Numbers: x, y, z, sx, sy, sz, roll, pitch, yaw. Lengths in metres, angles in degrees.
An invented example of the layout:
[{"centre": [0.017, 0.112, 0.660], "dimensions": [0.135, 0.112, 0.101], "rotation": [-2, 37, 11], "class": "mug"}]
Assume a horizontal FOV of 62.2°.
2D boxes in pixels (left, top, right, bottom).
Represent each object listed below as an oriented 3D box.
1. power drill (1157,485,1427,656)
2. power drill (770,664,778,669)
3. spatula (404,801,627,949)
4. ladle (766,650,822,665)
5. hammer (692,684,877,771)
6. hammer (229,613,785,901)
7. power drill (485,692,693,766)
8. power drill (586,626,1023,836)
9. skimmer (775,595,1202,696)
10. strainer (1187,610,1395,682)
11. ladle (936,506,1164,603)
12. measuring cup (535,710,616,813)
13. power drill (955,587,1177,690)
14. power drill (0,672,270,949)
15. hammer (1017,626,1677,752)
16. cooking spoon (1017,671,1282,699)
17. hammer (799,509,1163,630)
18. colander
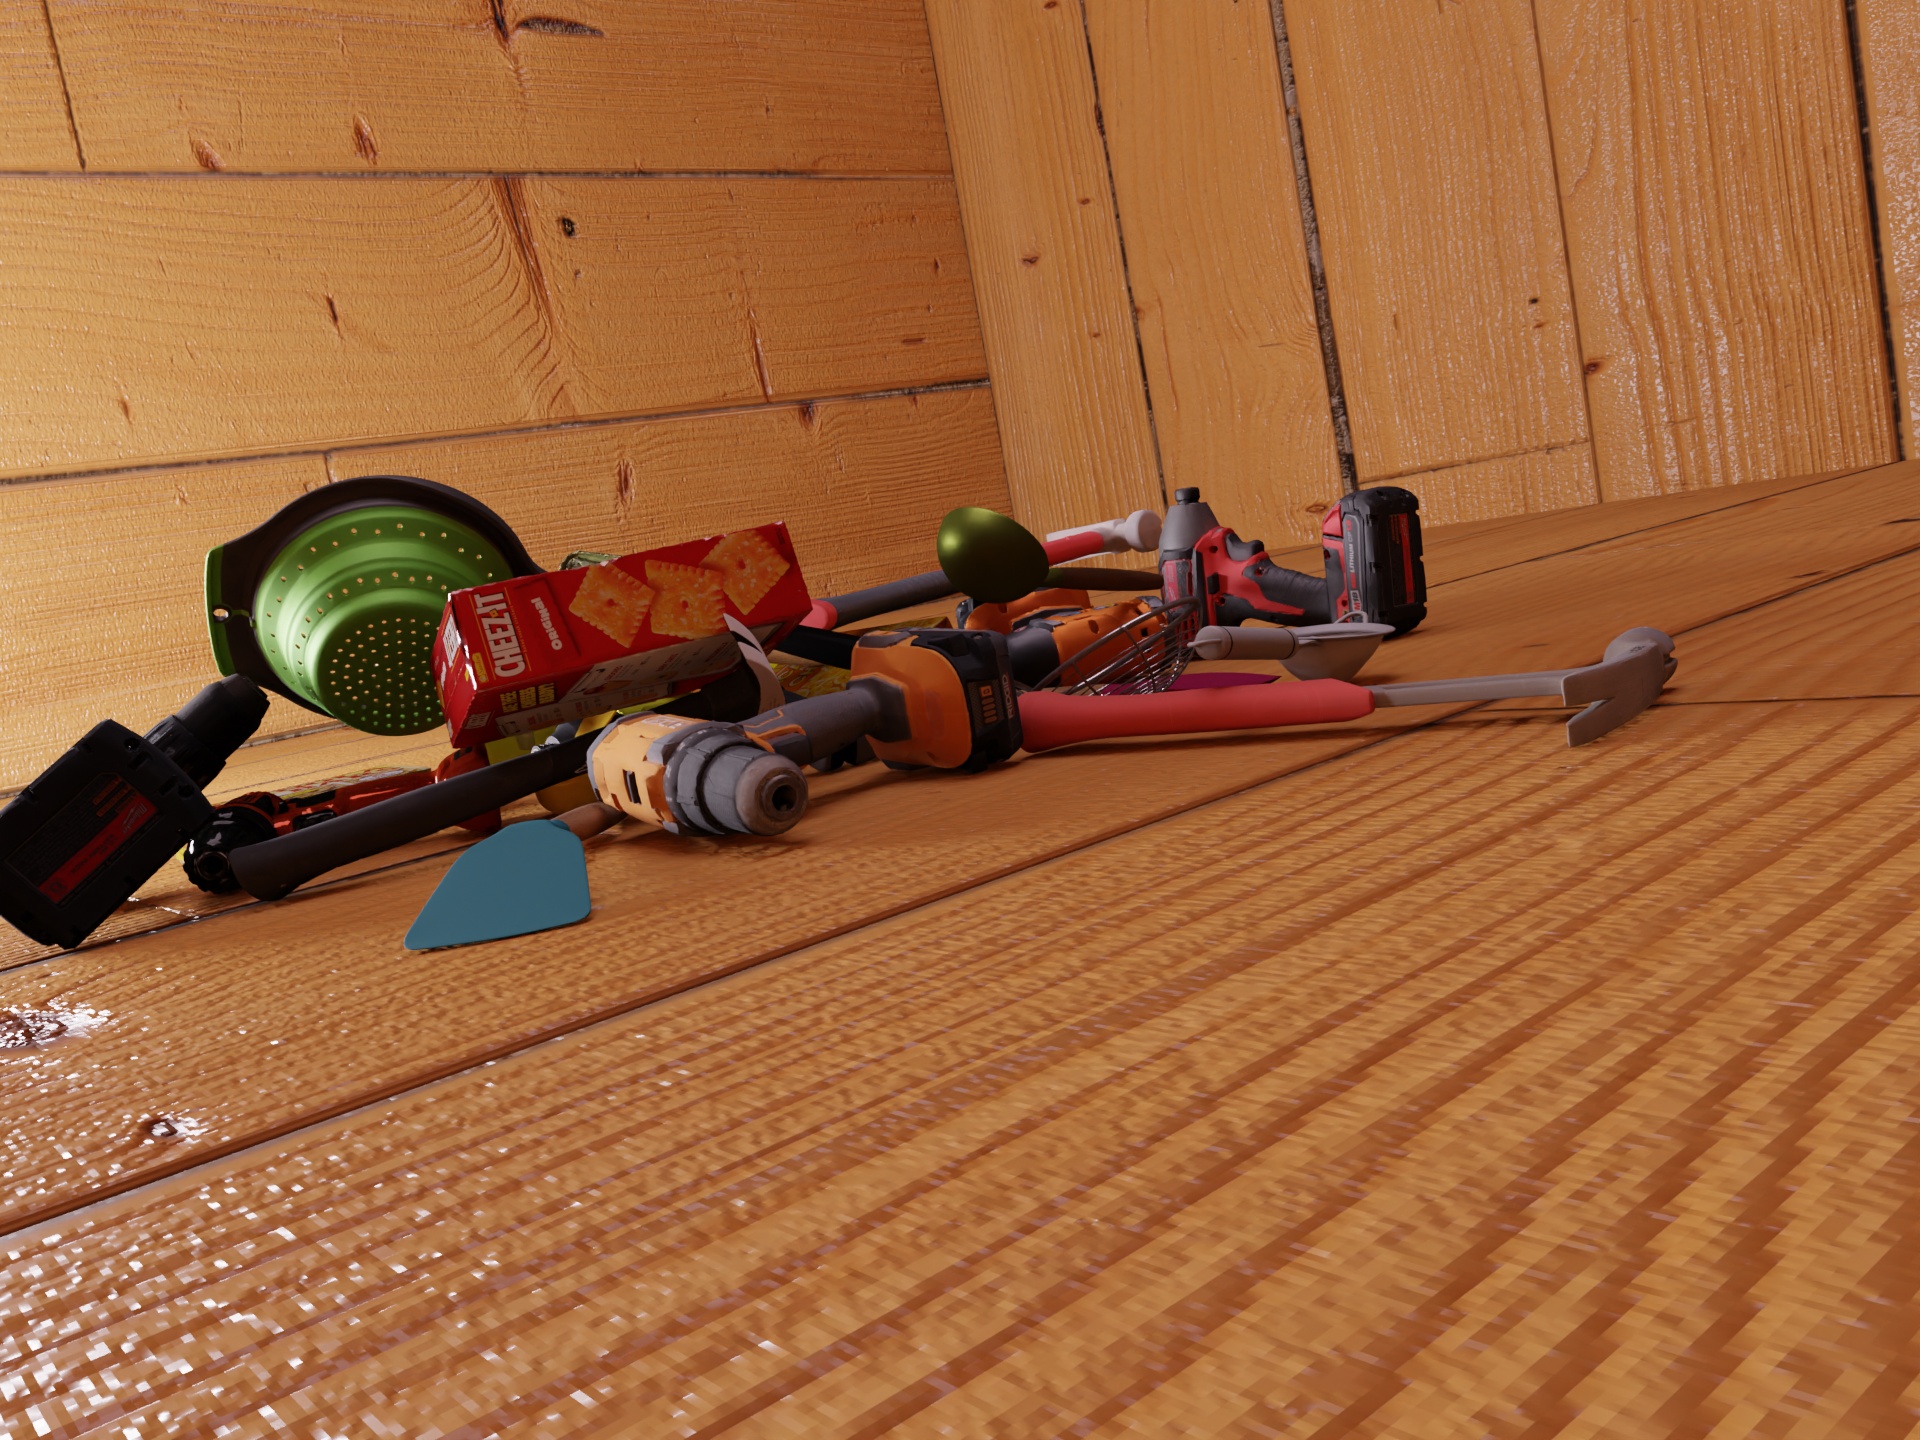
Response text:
[{"centre": [0.257, -0.127, 1.292], "dimensions": [0.220, 0.143, 0.078], "rotation": [-1, 8, 43], "class": "power drill"}, {"centre": [-0.215, -0.028, 1.470], "dimensions": [0.228, 0.080, 0.190], "rotation": [-3, 9, 33], "class": "power drill"}, {"centre": [-0.209, 0.069, 0.844], "dimensions": [0.082, 0.044, 0.317], "rotation": [-10, 2, -1], "class": "spatula"}, {"centre": [-0.252, -0.062, 1.322], "dimensions": [0.315, 0.031, 0.069], "rotation": [5, 7, 23], "class": "ladle"}, {"centre": [-0.158, -0.026, 1.184], "dimensions": [0.127, 0.034, 0.337], "rotation": [-16, 24, -42], "class": "hammer"}, {"centre": [-0.261, 0.031, 0.952], "dimensions": [0.334, 0.035, 0.146], "rotation": [-21, -24, -20], "class": "hammer"}, {"centre": [-0.304, 0.010, 1.279], "dimensions": [0.171, 0.080, 0.223], "rotation": [-15, 11, -41], "class": "power drill"}, {"centre": [-0.073, 0.010, 0.887], "dimensions": [0.226, 0.084, 0.185], "rotation": [-18, 14, -32], "class": "power drill"}, {"centre": [-0.006, -0.063, 1.085], "dimensions": [0.363, 0.090, 0.127], "rotation": [13, 22, 37], "class": "skimmer"}, {"centre": [0.195, -0.044, 0.954], "dimensions": [0.087, 0.050, 0.258], "rotation": [0, 2, 34], "class": "strainer"}, {"centre": [0.083, -0.116, 1.162], "dimensions": [0.078, 0.062, 0.320], "rotation": [12, 9, 29], "class": "ladle"}, {"centre": [-0.260, 0.022, 1.126], "dimensions": [0.062, 0.029, 0.157], "rotation": [-8, 23, 5], "class": "measuring cup"}, {"centre": [0.066, -0.065, 1.332], "dimensions": [0.164, 0.084, 0.226], "rotation": [-13, 10, -12], "class": "power drill"}, {"centre": [-0.504, 0.045, 0.974], "dimensions": [0.188, 0.080, 0.227], "rotation": [-47, 17, -15], "class": "power drill"}, {"centre": [0.172, -0.007, 0.835], "dimensions": [0.359, 0.036, 0.149], "rotation": [-5, 8, 39], "class": "hammer"}, {"centre": [0.085, -0.016, 1.136], "dimensions": [0.319, 0.017, 0.068], "rotation": [-4, 8, 43], "class": "cooking spoon"}, {"centre": [-0.002, -0.124, 1.384], "dimensions": [0.386, 0.038, 0.143], "rotation": [-19, 9, -38], "class": "hammer"}, {"centre": [-0.313, -0.063, 1.121], "dimensions": [0.397, 0.204, 0.095], "rotation": [-5, 37, -22], "class": "colander"}]
